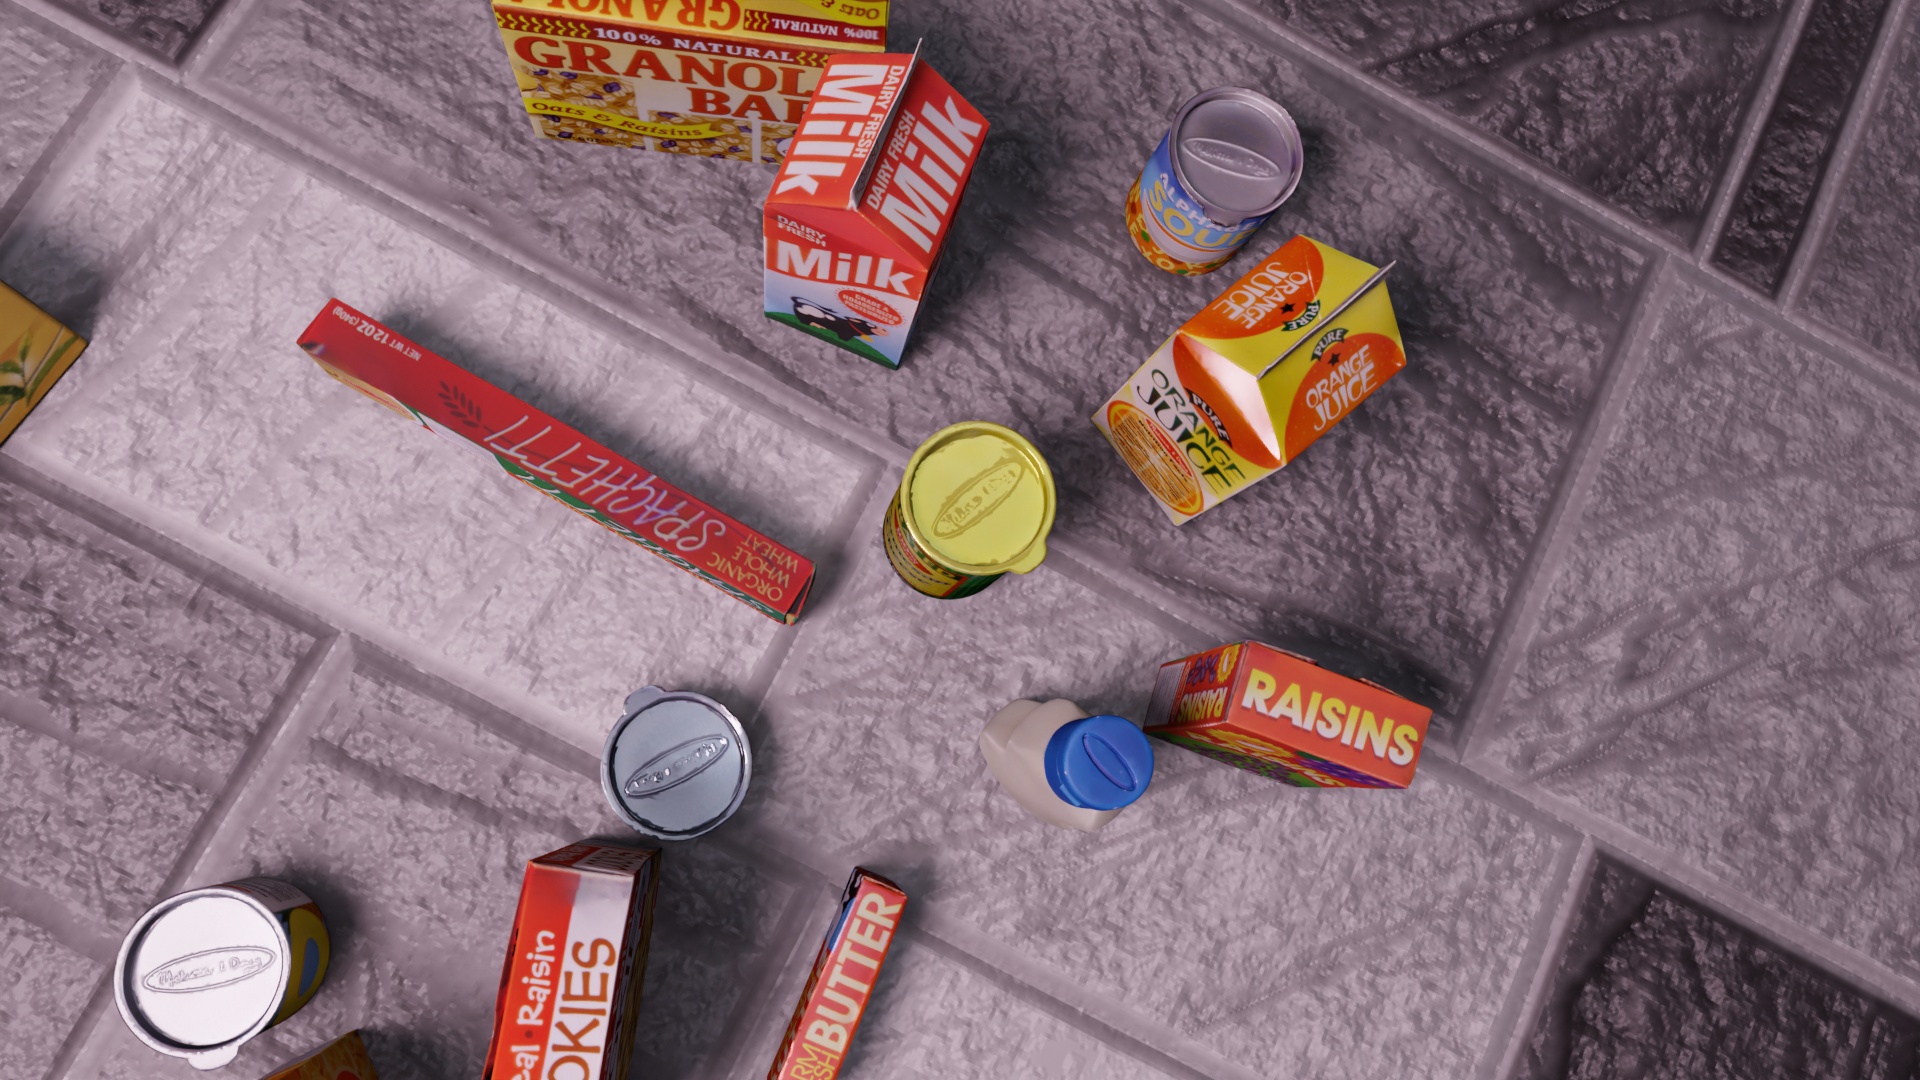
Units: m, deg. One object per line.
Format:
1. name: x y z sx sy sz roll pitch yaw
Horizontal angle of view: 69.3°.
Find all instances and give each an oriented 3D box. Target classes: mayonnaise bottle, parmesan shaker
1. mayonnaise bottle: 0.047 0.096 0.598 0.041 0.148 0.065 -42 89 -12
2. parmesan shaker: 0.002 -0.008 0.633 0.071 0.103 0.071 1 80 -8

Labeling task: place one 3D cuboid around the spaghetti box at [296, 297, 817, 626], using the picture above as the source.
1. spaghetti box: -0.179 -0.032 0.637 0.250 0.050 0.029 29 78 -3

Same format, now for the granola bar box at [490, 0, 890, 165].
1. granola bar box: -0.120 -0.219 0.641 0.166 0.124 0.039 4 80 -8

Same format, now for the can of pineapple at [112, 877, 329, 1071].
1. can of pineapple: -0.305 0.177 0.577 0.071 0.057 0.071 1 80 -8

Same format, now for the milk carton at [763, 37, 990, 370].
1. milk carton: -0.040 -0.143 0.605 0.073 0.190 0.072 22 78 -4

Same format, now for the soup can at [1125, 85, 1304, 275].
1. soup can: 0.123 -0.173 0.690 0.071 0.083 0.071 1 80 -8

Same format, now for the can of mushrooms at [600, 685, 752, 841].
1. can of mushrooms: -0.129 0.100 0.630 0.071 0.033 0.071 1 80 -8

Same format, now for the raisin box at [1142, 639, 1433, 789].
1. raisin box: 0.143 0.081 0.627 0.086 0.123 0.040 21 78 -4

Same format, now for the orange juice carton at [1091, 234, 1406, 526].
1. orange juice carton: 0.127 -0.070 0.616 0.072 0.192 0.073 -38 88 -12

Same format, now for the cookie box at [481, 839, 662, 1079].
1. cookie box: -0.150 0.184 0.543 0.040 0.167 0.123 8 79 -7

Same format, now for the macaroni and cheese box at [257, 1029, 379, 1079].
1. macaroni and cheese box: -0.241 0.262 0.516 0.040 0.166 0.124 -25 85 -11

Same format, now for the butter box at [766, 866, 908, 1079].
1. butter box: -0.055 0.198 0.613 0.024 0.053 0.103 24 78 -4
